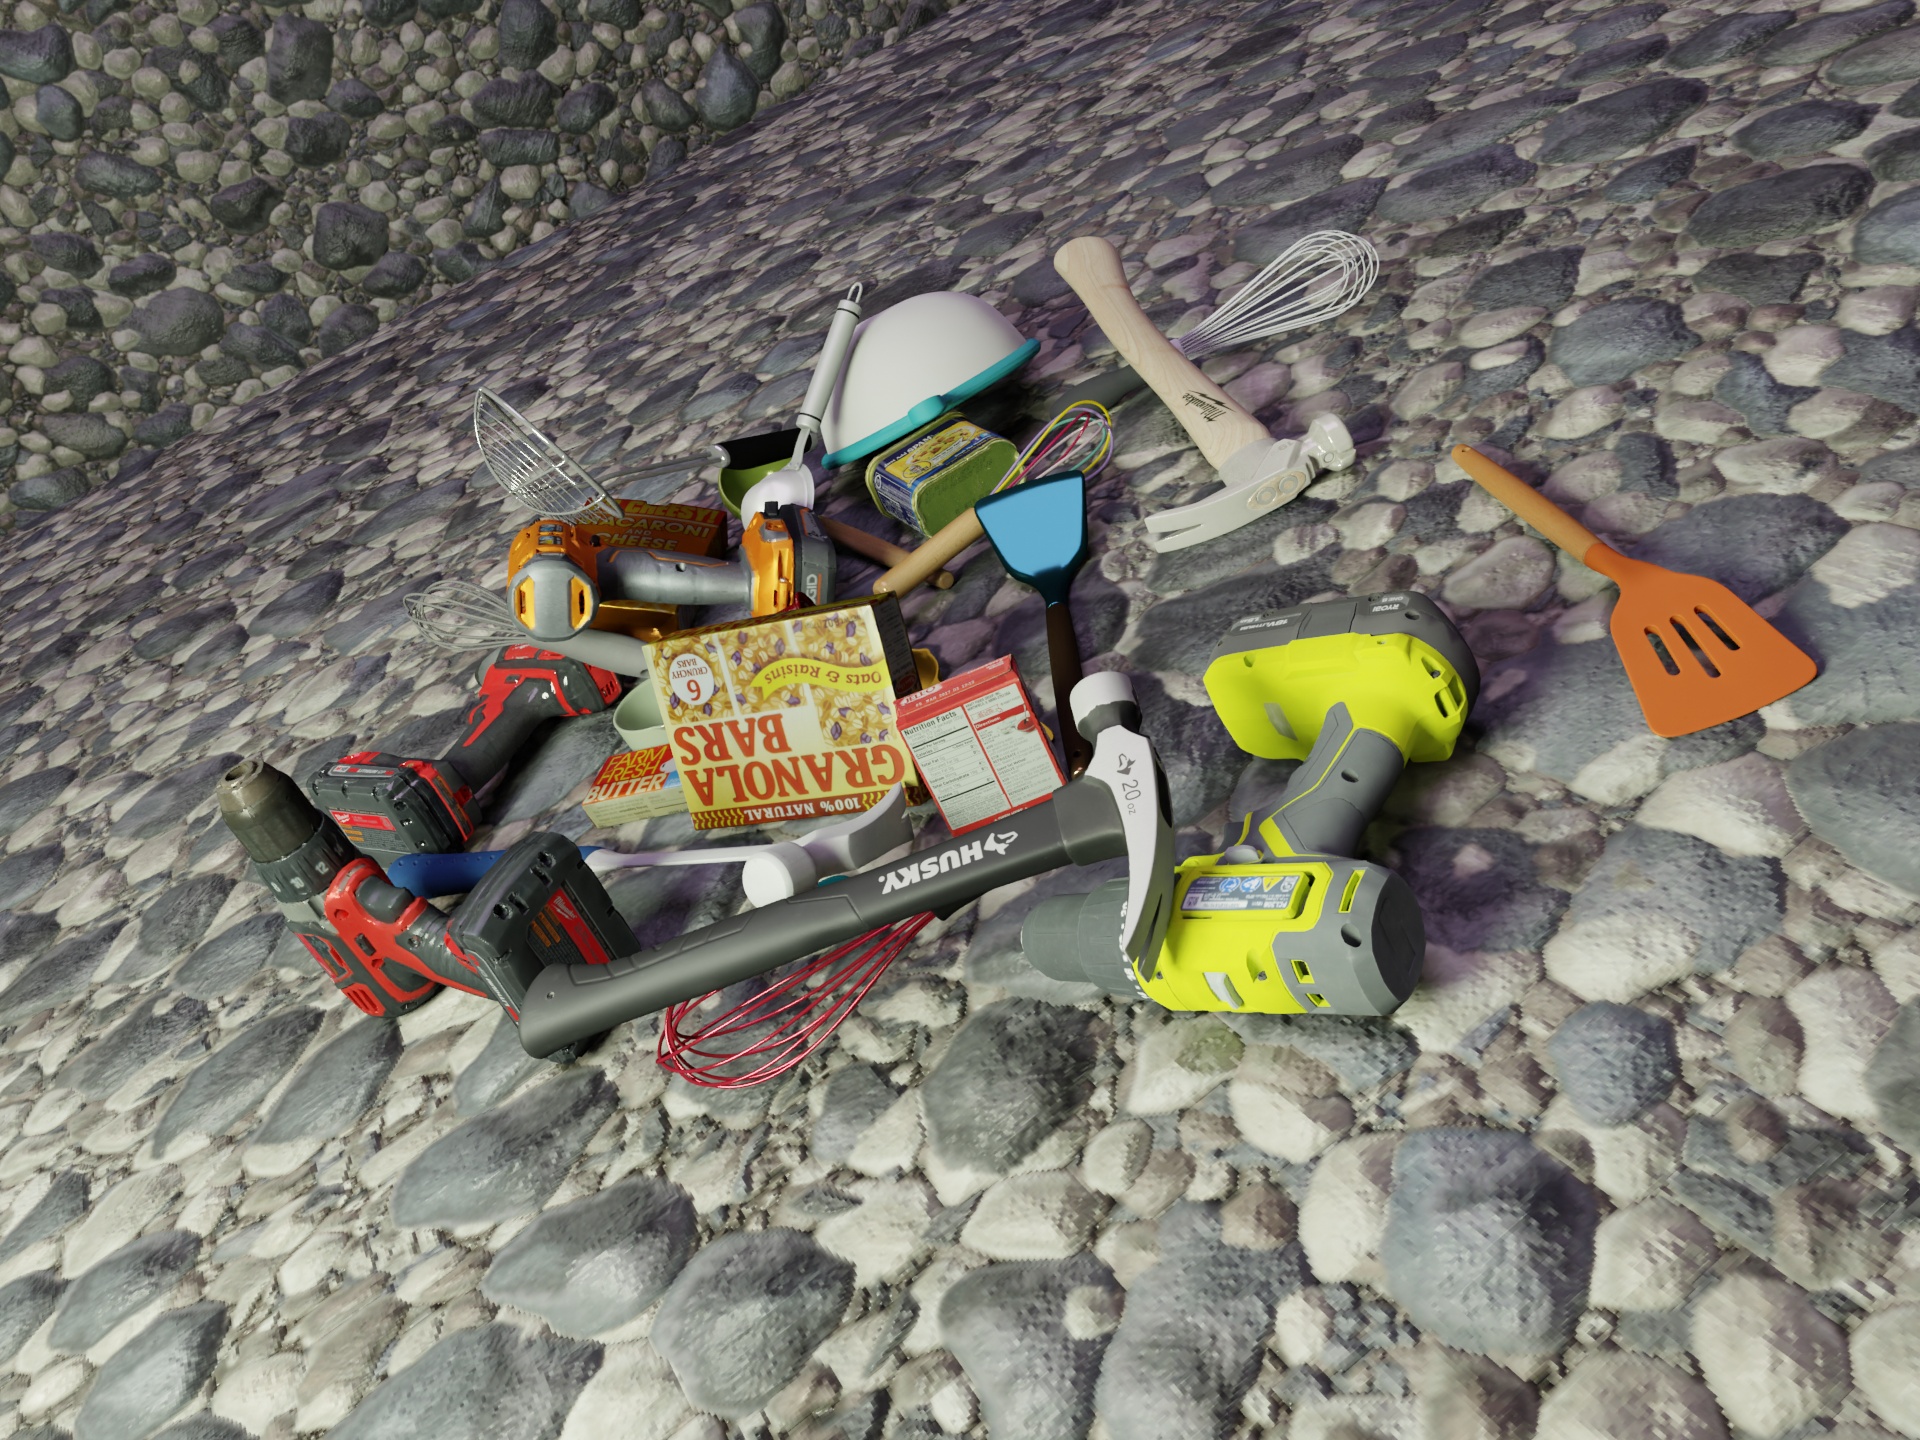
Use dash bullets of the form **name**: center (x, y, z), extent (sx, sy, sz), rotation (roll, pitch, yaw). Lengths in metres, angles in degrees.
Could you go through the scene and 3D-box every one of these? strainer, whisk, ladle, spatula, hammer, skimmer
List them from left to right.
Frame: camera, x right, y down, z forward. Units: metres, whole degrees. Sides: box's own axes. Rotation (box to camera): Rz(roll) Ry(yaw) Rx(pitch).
- **whisk**: center (-0.309, -0.062, 1.165), extent (0.239, 0.055, 0.055), rotation (14, 46, 21)
- **hammer**: center (-0.208, 0.086, 0.968), extent (0.405, 0.035, 0.144), rotation (-7, 9, 36)
- **skimmer**: center (-0.214, -0.216, 1.201), extent (0.127, 0.090, 0.363), rotation (38, 32, 18)
- **strainer**: center (-0.125, -0.229, 1.259), extent (0.087, 0.050, 0.258), rotation (13, 82, 53)
- **hammer**: center (-0.059, 0.095, 0.741), extent (0.335, 0.035, 0.146), rotation (-21, 50, 13)
- **ladle**: center (-0.100, -0.161, 1.268), extent (0.078, 0.062, 0.320), rotation (-28, 32, -24)
- **whisk**: center (-0.030, 0.099, 0.784), extent (0.296, 0.073, 0.073), rotation (-32, 30, 11)
- **strainer**: center (-0.044, -0.287, 1.280), extent (0.211, 0.095, 0.340), rotation (-28, 12, 6)
- **whisk**: center (0.026, -0.162, 1.167), extent (0.051, 0.047, 0.245), rotation (38, 63, 24)
- **spatula**: center (0.059, -0.064, 1.018), extent (0.082, 0.044, 0.318), rotation (-16, 33, 8)
- **hammer**: center (0.141, -0.268, 1.204), extent (0.146, 0.038, 0.411), rotation (-27, 41, 2)
- **whisk**: center (0.200, -0.306, 1.269), extent (0.284, 0.070, 0.070), rotation (-27, 31, 9)
- **spatula**: center (0.341, -0.092, 0.877), extent (0.081, 0.041, 0.323), rotation (-23, 27, 5)

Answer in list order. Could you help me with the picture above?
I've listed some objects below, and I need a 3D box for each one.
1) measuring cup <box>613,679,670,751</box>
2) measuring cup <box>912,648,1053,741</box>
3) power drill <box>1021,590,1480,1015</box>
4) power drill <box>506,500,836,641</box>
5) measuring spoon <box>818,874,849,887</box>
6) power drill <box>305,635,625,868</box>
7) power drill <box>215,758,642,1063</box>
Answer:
- **measuring cup**: center (-0.161, -0.021, 1.122), extent (0.167, 0.038, 0.083), rotation (-23, 31, 1)
- **measuring cup**: center (-0.002, -0.003, 0.999), extent (0.157, 0.029, 0.062), rotation (23, 54, 37)
- **power drill**: center (0.143, 0.044, 0.766), extent (0.190, 0.080, 0.229), rotation (-6, 38, 40)
- **power drill**: center (-0.215, -0.114, 1.166), extent (0.226, 0.084, 0.164), rotation (-1, 24, -15)
- **measuring spoon**: center (-0.108, 0.128, 0.887), extent (0.128, 0.021, 0.042), rotation (-29, 31, 13)
- **power drill**: center (-0.366, 0.012, 1.187), extent (0.143, 0.078, 0.220), rotation (2, 38, 36)
- **power drill**: center (-0.310, 0.103, 0.907), extent (0.227, 0.187, 0.080), rotation (3, 42, 33)
